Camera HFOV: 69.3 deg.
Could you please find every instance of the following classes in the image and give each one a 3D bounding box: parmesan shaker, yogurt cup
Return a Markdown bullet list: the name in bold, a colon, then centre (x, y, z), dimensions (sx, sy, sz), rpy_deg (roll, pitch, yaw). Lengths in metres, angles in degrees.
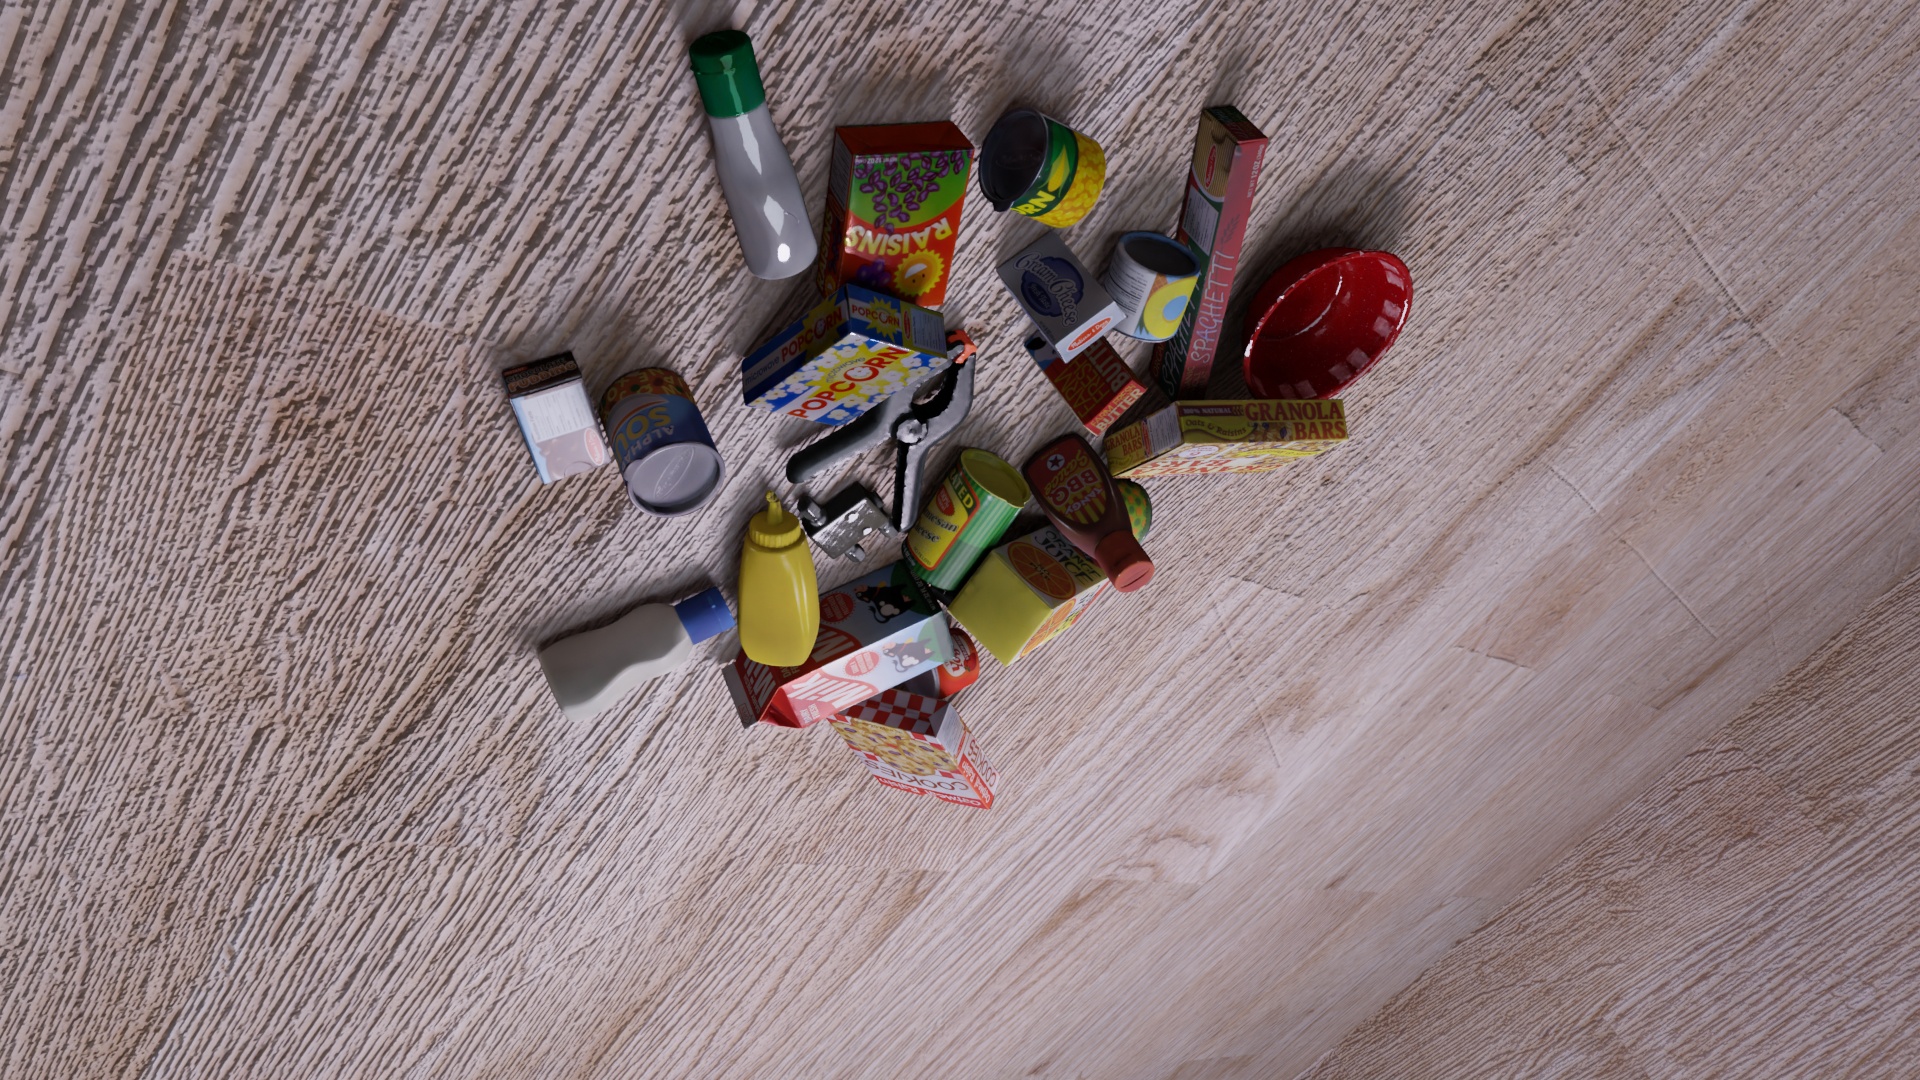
- **parmesan shaker**: centre (0.004, -0.014, 1.147), dimensions (0.071, 0.071, 0.102), rpy_deg (10, 126, -40)
- **yogurt cup**: centre (-0.019, 0.113, 1.280), dimensions (0.054, 0.072, 0.072), rpy_deg (-17, 140, -30)

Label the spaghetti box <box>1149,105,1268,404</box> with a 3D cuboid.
- **spaghetti box**: centre (0.187, -0.211, 1.071), dimensions (0.029, 0.050, 0.248), rpy_deg (-14, 139, -18)

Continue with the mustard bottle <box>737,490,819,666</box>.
- **mustard bottle**: centre (-0.145, 0.026, 1.103), dimensions (0.065, 0.049, 0.159), rpy_deg (7, 124, 5)

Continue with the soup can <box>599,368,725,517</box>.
- **soup can**: centre (-0.206, -0.068, 0.943), dimensions (0.071, 0.084, 0.071), rpy_deg (-18, 140, -16)

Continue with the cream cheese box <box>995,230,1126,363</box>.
- **cream cheese box**: centre (0.070, -0.175, 0.990), dimensions (0.053, 0.104, 0.024), rpy_deg (-36, 137, 5)

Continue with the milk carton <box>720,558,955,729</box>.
- **milk carton**: centre (-0.108, 0.096, 1.194), dimensions (0.191, 0.072, 0.073), rpy_deg (-24, 141, -8)

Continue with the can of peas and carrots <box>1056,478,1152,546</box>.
- **can of peas and carrots**: centre (0.125, -0.026, 1.221), dimensions (0.059, 0.071, 0.070), rpy_deg (9, 127, -38)

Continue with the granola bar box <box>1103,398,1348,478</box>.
- **granola bar box**: centre (0.224, -0.085, 1.179), dimensions (0.166, 0.039, 0.124), rpy_deg (-3, 171, -24)

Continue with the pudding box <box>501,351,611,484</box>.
- **pudding box**: centre (-0.270, -0.081, 0.930), dimensions (0.050, 0.030, 0.083), rpy_deg (-21, 141, -14)

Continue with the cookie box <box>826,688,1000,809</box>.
- **cookie box**: centre (-0.045, 0.194, 1.309), dimensions (0.040, 0.123, 0.166), rpy_deg (-67, 151, -26)

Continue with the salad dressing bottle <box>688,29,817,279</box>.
- **salad dressing bottle**: centre (-0.126, -0.231, 0.840), dimensions (0.044, 0.064, 0.147), rpy_deg (-30, 135, -18)

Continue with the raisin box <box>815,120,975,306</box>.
- **raisin box**: centre (-0.045, -0.213, 0.926), dimensions (0.086, 0.040, 0.122), rpy_deg (-11, 138, -25)

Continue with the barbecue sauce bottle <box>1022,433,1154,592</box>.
- **barbecue sauce bottle**: centre (0.109, -0.021, 1.147), dimensions (0.065, 0.149, 0.043), rpy_deg (-34, 142, 5)

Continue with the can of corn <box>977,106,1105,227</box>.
- **can of corn**: centre (0.054, -0.246, 0.930), dimensions (0.058, 0.071, 0.071), rpy_deg (11, 126, -41)

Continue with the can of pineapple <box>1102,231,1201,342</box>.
- **can of pineapple**: centre (0.143, -0.192, 1.049), dimensions (0.071, 0.071, 0.057), rpy_deg (-7, 136, -27)

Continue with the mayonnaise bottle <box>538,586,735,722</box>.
- **mayonnaise bottle**: centre (-0.253, 0.084, 1.098), dimensions (0.148, 0.065, 0.041), rpy_deg (-26, 155, -12)

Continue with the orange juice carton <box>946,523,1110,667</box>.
- **orange juice carton**: centre (0.074, 0.039, 1.217), dimensions (0.071, 0.073, 0.193), rpy_deg (-53, 165, 26)

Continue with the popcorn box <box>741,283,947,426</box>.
- **popcorn box**: centre (-0.082, -0.124, 0.957), dimensions (0.085, 0.038, 0.126), rpy_deg (10, 154, -41)

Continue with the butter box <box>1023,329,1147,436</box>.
- **butter box**: centre (0.094, -0.131, 1.053), dimensions (0.053, 0.104, 0.024), rpy_deg (-44, 140, 15)
